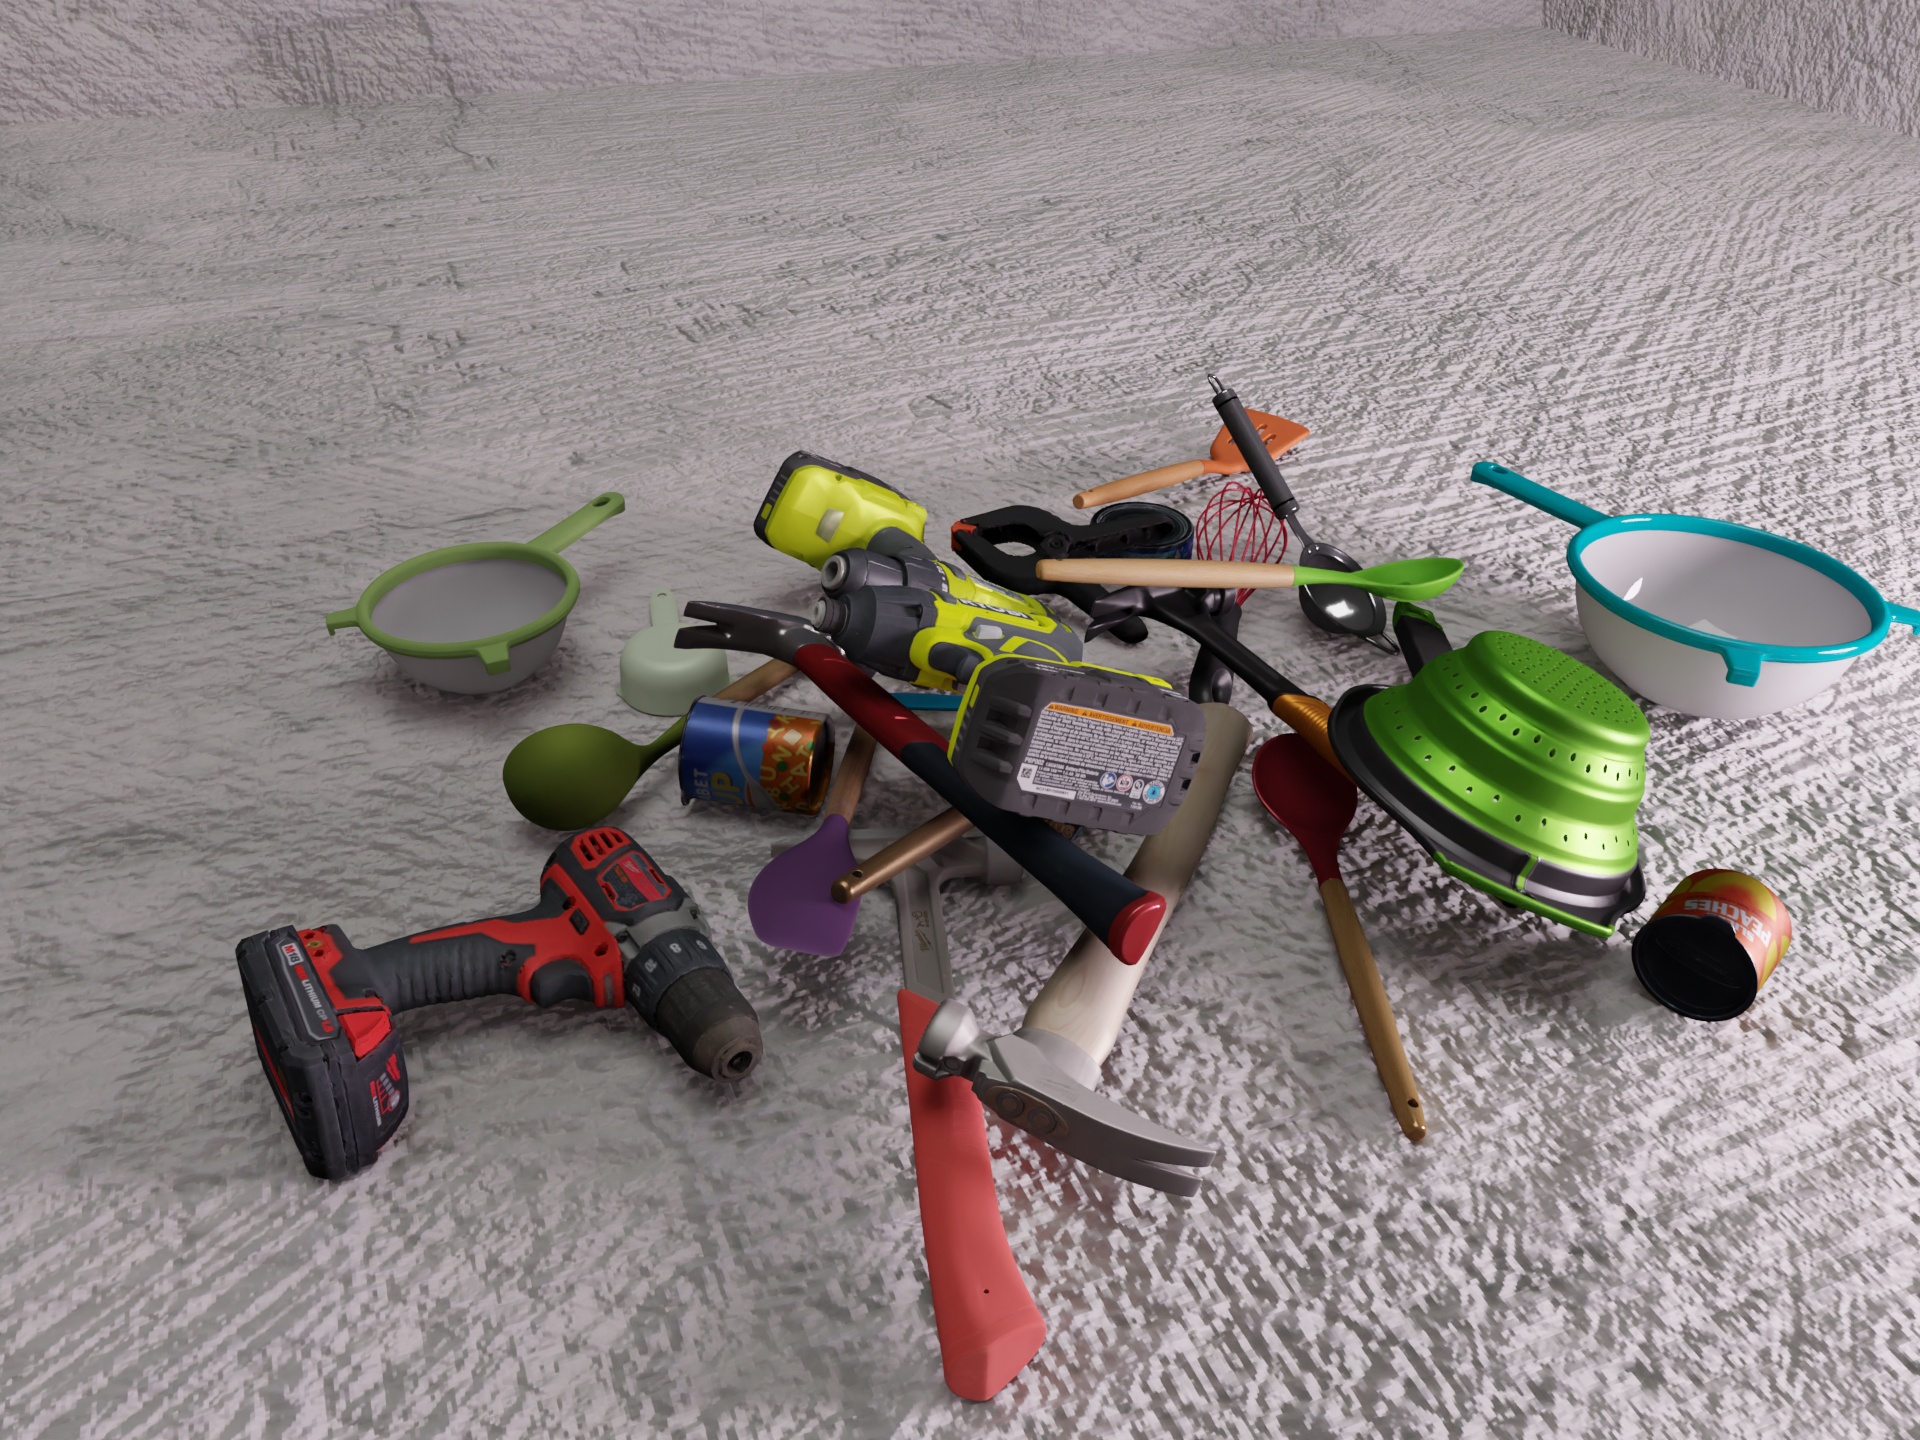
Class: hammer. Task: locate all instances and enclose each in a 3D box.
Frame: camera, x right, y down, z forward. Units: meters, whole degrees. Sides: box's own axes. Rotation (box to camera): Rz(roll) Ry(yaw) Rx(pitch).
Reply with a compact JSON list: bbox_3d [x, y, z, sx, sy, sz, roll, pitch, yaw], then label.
[{"bbox_3d":[0.226,0.006,1.009,0.127,0.034,0.337,-16,44,-34],"label":"hammer"},{"bbox_3d":[-0.026,0.022,0.901,0.143,0.038,0.387,8,20,-38],"label":"hammer"},{"bbox_3d":[0.117,0.097,0.901,0.146,0.038,0.411,25,33,10],"label":"hammer"},{"bbox_3d":[-0.020,0.174,0.809,0.149,0.036,0.359,-2,34,-6],"label":"hammer"}]

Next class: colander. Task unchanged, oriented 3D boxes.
[{"bbox_3d":[0.331,-0.023,0.990,0.204,0.094,0.397,23,26,-6],"label":"colander"}]

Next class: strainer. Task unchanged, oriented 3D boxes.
[{"bbox_3d":[0.251,-0.153,1.210,0.087,0.050,0.258,-21,80,-45],"label":"strainer"},{"bbox_3d":[0.497,-0.092,1.173,0.211,0.095,0.341,-14,35,-26],"label":"strainer"},{"bbox_3d":[-0.318,-0.089,1.154,0.151,0.069,0.256,13,35,20],"label":"strainer"}]

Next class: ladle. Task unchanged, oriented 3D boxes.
[{"bbox_3d":[-0.174,-0.014,1.065,0.062,0.078,0.320,37,38,13],"label":"ladle"},{"bbox_3d":[0.222,0.113,0.917,0.069,0.031,0.316,5,36,-6],"label":"ladle"}]

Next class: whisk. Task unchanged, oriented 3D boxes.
[{"bbox_3d":[0.201,-0.093,1.195,0.073,0.073,0.296,9,40,11],"label":"whisk"}]

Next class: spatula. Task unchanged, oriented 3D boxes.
[{"bbox_3d":[-0.073,0.050,0.953,0.060,0.018,0.316,11,26,1],"label":"spatula"},{"bbox_3d":[0.193,-0.224,1.374,0.081,0.041,0.322,26,30,31],"label":"spatula"}]

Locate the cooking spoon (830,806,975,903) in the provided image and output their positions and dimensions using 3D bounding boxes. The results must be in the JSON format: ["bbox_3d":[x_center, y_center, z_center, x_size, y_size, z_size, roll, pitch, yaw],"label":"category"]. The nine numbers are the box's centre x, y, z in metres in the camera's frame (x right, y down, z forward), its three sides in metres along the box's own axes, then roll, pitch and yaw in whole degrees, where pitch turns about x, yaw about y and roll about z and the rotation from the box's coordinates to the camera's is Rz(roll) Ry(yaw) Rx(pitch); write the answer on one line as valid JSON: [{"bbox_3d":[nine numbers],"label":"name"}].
[{"bbox_3d":[0.022,0.046,0.967,0.069,0.017,0.319,36,33,19],"label":"cooking spoon"}]

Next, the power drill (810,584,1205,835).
[{"bbox_3d":[0.021,-0.019,0.895,0.171,0.080,0.223,11,15,-27],"label":"power drill"}]

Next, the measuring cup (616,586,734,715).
[{"bbox_3d":[-0.211,-0.065,1.149,0.083,0.038,0.168,-6,37,-12],"label":"measuring cup"}]

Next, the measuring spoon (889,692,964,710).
[{"bbox_3d":[-0.002,-0.003,1.073,0.128,0.021,0.042,3,27,-10],"label":"measuring spoon"}]

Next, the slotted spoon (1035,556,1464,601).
[{"bbox_3d":[0.202,-0.100,1.097,0.313,0.031,0.070,0,15,-15],"label":"slotted spoon"}]

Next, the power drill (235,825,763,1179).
[{"bbox_3d":[-0.228,0.146,0.810,0.226,0.080,0.188,-18,39,-31],"label":"power drill"}]

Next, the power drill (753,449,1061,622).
[{"bbox_3d":[-0.055,-0.112,1.136,0.190,0.080,0.229,17,17,-40],"label":"power drill"}]
